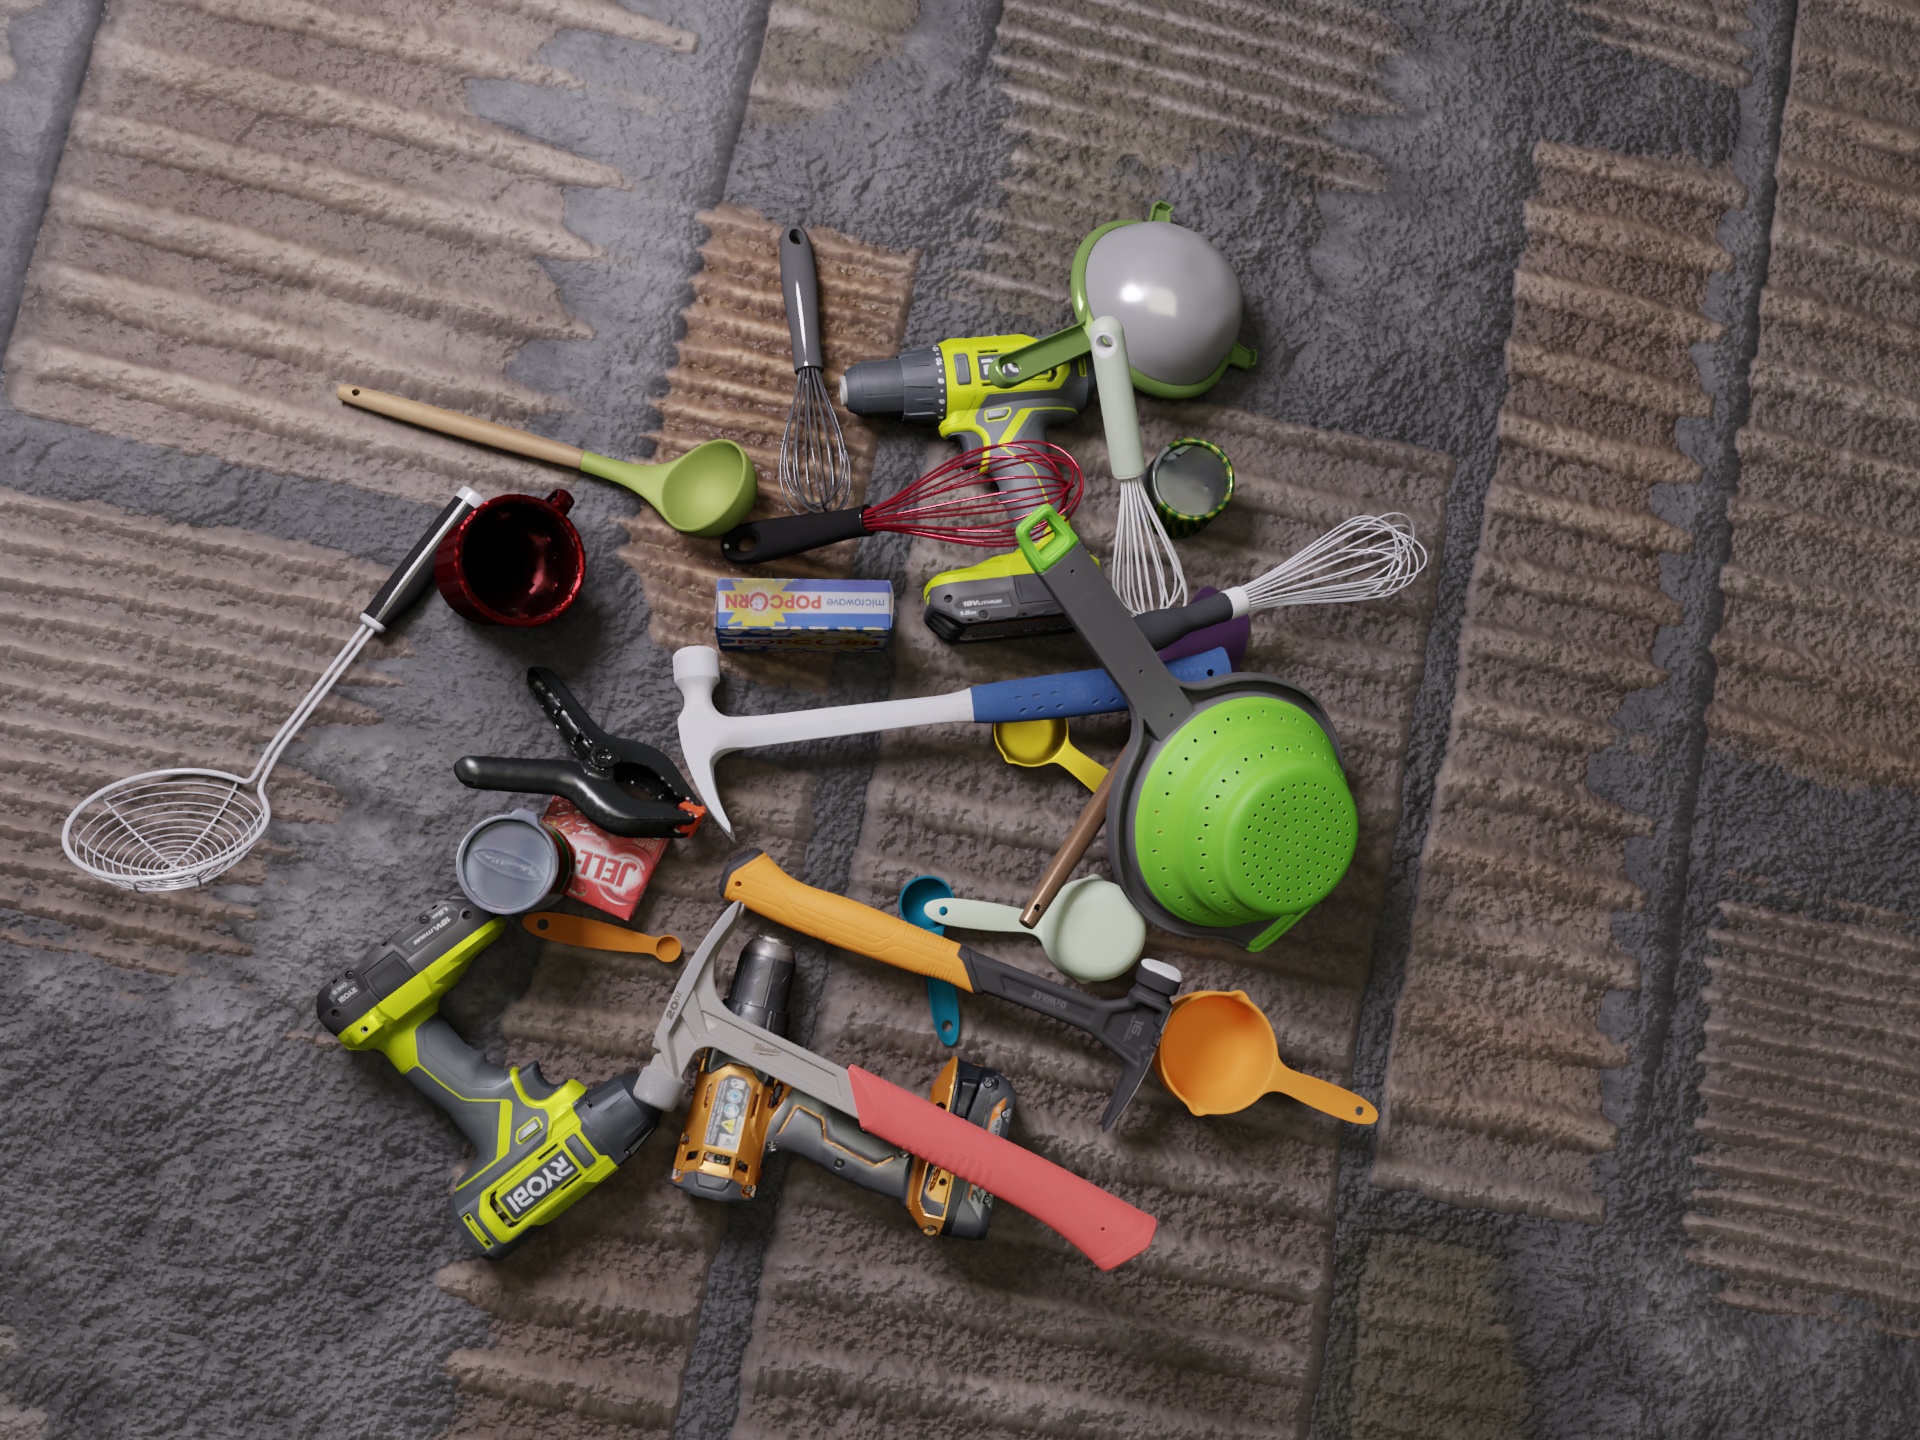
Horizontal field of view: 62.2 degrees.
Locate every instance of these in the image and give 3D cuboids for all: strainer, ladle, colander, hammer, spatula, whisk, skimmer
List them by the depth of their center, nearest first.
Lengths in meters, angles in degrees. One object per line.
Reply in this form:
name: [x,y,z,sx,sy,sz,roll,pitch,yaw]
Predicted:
hammer: [-0.033,0.262,1.076,0.359,0.036,0.149,25,79,6]
colander: [0.168,0.015,1.100,0.204,0.095,0.396,-42,115,-8]
skimmer: [-0.468,-0.034,1.116,0.127,0.090,0.363,28,76,29]
whisk: [-0.049,-0.145,1.133,0.296,0.073,0.073,-7,83,27]
hammer: [-0.018,0.179,1.149,0.337,0.034,0.127,21,97,2]
hammer: [-0.002,-0.004,1.165,0.405,0.035,0.144,-7,74,-4]
whisk: [0.126,-0.175,1.172,0.058,0.059,0.246,-3,114,22]
ladle: [-0.306,-0.205,1.174,0.320,0.062,0.078,16,71,-2]
strainer: [0.126,-0.304,1.180,0.256,0.069,0.151,-31,91,-35]
spatula: [0.131,0.026,1.185,0.060,0.018,0.316,36,68,-1]
whisk: [0.231,-0.098,1.197,0.284,0.070,0.070,-19,85,-21]
whisk: [-0.118,-0.267,1.211,0.055,0.055,0.239,-5,79,-7]

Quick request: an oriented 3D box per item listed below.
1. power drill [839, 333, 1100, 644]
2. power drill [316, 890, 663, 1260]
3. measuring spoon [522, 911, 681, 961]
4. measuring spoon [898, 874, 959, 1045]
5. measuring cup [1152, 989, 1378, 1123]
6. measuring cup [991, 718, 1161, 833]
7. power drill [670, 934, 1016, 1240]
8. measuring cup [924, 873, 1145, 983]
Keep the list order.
power drill: [0.014,-0.179,1.198,0.190,0.080,0.228,-6,81,-9]
power drill: [-0.321,0.236,1.109,0.171,0.080,0.223,-38,92,-9]
measuring spoon: [-0.261,0.157,1.158,0.117,0.011,0.021,11,82,-2]
measuring spoon: [-0.020,0.178,1.182,0.042,0.021,0.128,-10,93,-14]
measuring cup: [0.223,0.260,1.179,0.173,0.052,0.095,23,81,-5]
measuring cup: [0.091,0.037,1.204,0.156,0.029,0.062,37,80,-4]
power drill: [-0.078,0.263,1.132,0.226,0.084,0.185,12,80,-1]
measuring cup: [0.057,0.149,1.170,0.167,0.038,0.083,9,85,-13]
